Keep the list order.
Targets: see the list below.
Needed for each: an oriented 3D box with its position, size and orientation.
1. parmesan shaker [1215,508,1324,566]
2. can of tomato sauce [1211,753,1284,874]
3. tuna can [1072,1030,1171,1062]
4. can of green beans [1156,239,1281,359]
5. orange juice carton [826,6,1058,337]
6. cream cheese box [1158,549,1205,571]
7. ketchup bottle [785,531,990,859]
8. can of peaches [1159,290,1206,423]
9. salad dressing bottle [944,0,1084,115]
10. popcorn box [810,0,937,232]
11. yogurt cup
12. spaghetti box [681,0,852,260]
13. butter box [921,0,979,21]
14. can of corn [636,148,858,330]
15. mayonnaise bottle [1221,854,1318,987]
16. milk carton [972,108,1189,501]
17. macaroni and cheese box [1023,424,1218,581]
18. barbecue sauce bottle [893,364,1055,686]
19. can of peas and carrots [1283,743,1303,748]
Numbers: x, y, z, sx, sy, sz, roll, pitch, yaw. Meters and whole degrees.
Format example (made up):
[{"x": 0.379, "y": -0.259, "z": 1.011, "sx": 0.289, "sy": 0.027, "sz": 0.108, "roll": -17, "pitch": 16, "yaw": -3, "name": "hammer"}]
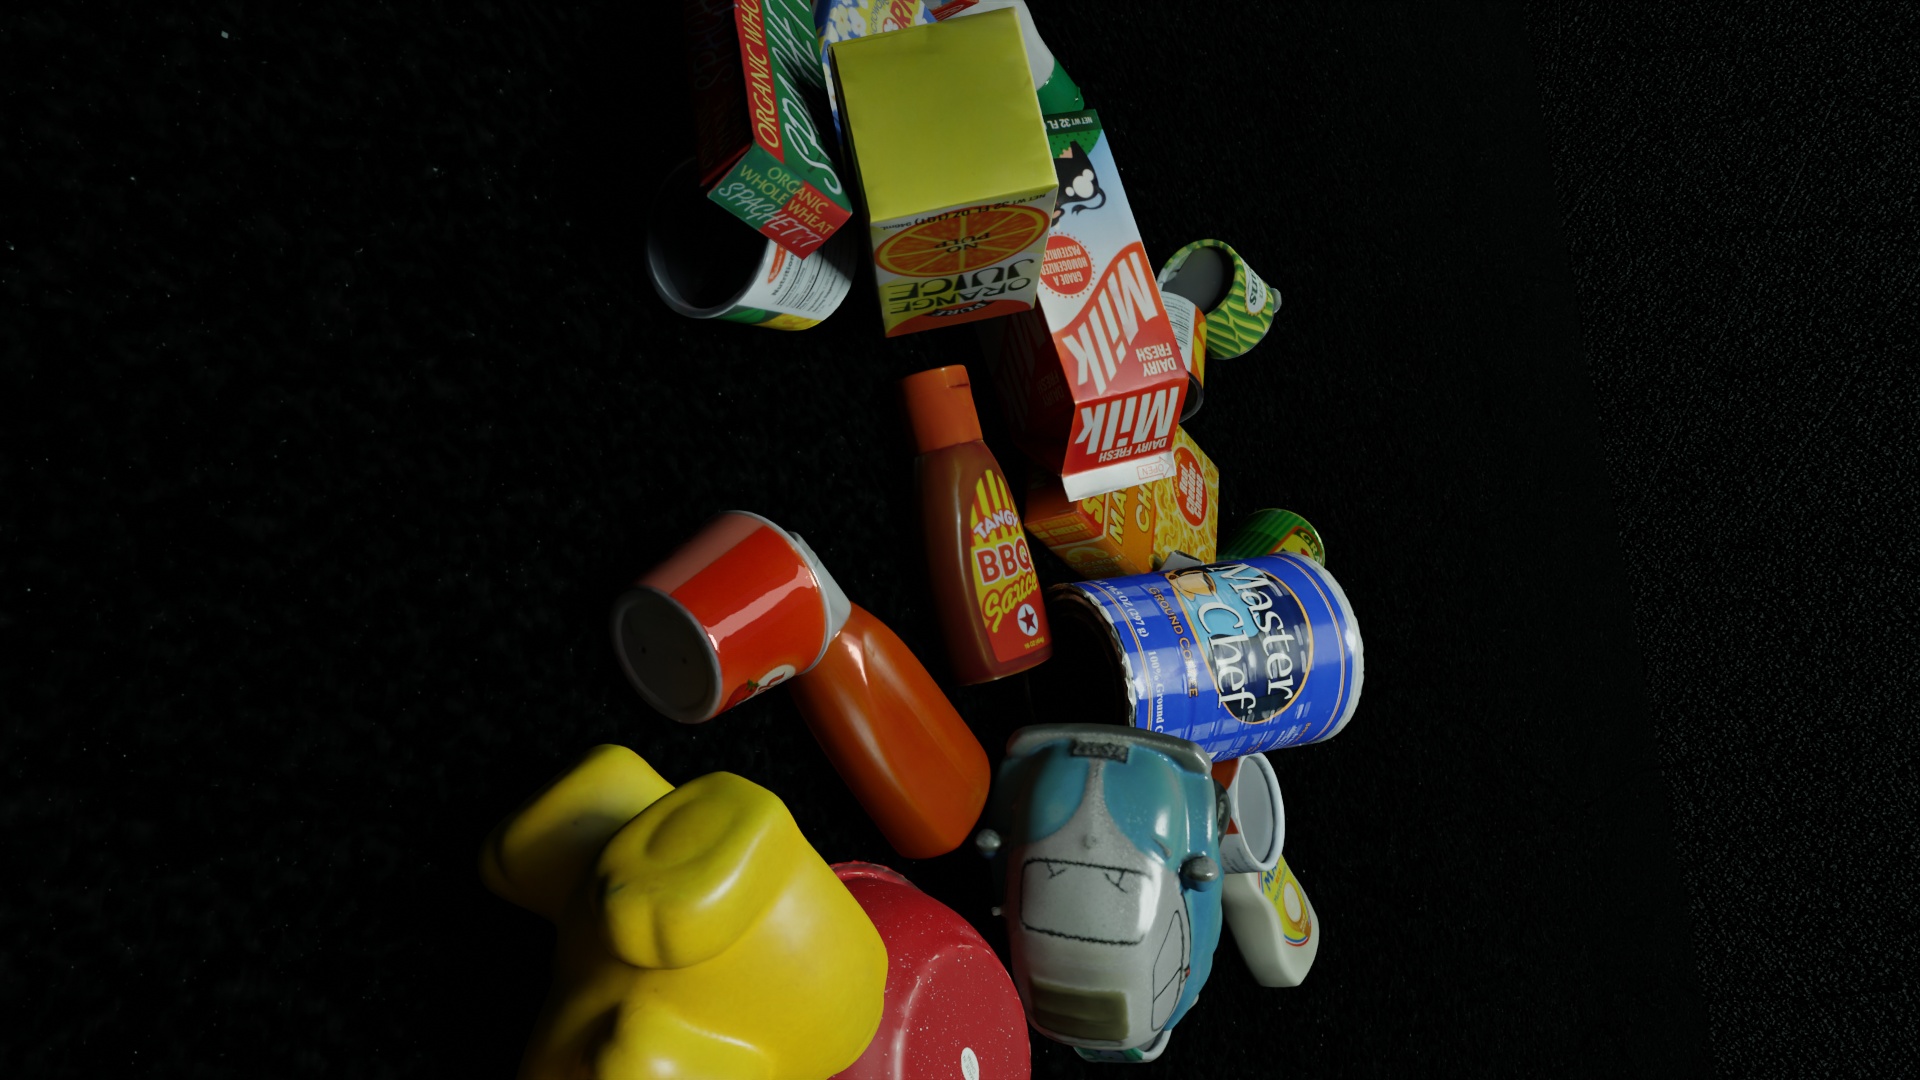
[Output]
[{"x": 0.197, "y": 0.027, "z": 0.929, "sx": 0.103, "sy": 0.071, "sz": 0.071, "roll": -33, "pitch": 106, "yaw": -56, "name": "parmesan shaker"}, {"x": 0.126, "y": 0.148, "z": 0.759, "sx": 0.071, "sy": 0.083, "sz": 0.071, "roll": 25, "pitch": 59, "yaw": -51, "name": "can of tomato sauce"}, {"x": 0.080, "y": 0.228, "z": 0.707, "sx": 0.071, "sy": 0.033, "sz": 0.071, "roll": 25, "pitch": 58, "yaw": -51, "name": "tuna can"}, {"x": 0.177, "y": -0.168, "z": 0.968, "sx": 0.058, "sy": 0.071, "sz": 0.071, "roll": 28, "pitch": 56, "yaw": -49, "name": "can of green beans"}, {"x": -0.008, "y": -0.140, "z": 0.588, "sx": 0.192, "sy": 0.072, "sz": 0.073, "roll": 95, "pitch": -18, "yaw": -82, "name": "orange juice carton"}, {"x": 0.114, "y": 0.063, "z": 0.787, "sx": 0.053, "sy": 0.024, "sz": 0.104, "roll": 41, "pitch": 77, "yaw": -44, "name": "cream cheese box"}, {"x": -0.041, "y": 0.062, "z": 0.576, "sx": 0.148, "sy": 0.043, "sz": 0.065, "roll": 57, "pitch": 31, "yaw": -27, "name": "ketchup bottle"}, {"x": 0.118, "y": -0.111, "z": 0.862, "sx": 0.071, "sy": 0.071, "sz": 0.058, "roll": 42, "pitch": 46, "yaw": -41, "name": "can of peaches"}, {"x": 0.020, "y": -0.292, "z": 0.801, "sx": 0.147, "sy": 0.044, "sz": 0.064, "roll": 38, "pitch": 47, "yaw": -45, "name": "salad dressing bottle"}, {"x": -0.049, "y": -0.224, "z": 0.675, "sx": 0.085, "sy": 0.038, "sz": 0.127, "roll": 40, "pitch": 47, "yaw": -44, "name": "popcorn box"}, {"x": -0.088, "y": 0.030, "z": 0.500, "sx": 0.054, "sy": 0.072, "sz": 0.072, "roll": -35, "pitch": 108, "yaw": -47, "name": "yogurt cup"}, {"x": -0.084, "y": -0.212, "z": 0.554, "sx": 0.050, "sy": 0.028, "sz": 0.251, "roll": 30, "pitch": 36, "yaw": -42, "name": "spaghetti box"}, {"x": -0.031, "y": -0.321, "z": 0.723, "sx": 0.024, "sy": 0.053, "sz": 0.103, "roll": -27, "pitch": 101, "yaw": -59, "name": "butter box"}, {"x": -0.085, "y": -0.121, "z": 0.559, "sx": 0.058, "sy": 0.071, "sz": 0.071, "roll": -2, "pitch": 80, "yaw": -58, "name": "can of corn"}, {"x": 0.175, "y": 0.203, "z": 0.852, "sx": 0.147, "sy": 0.041, "sz": 0.065, "roll": 61, "pitch": 37, "yaw": -23, "name": "mayonnaise bottle"}, {"x": 0.055, "y": -0.117, "z": 0.720, "sx": 0.072, "sy": 0.073, "sz": 0.190, "roll": -15, "pitch": 84, "yaw": -26, "name": "milk carton"}, {"x": 0.099, "y": -0.027, "z": 0.823, "sx": 0.166, "sy": 0.040, "sz": 0.124, "roll": 39, "pitch": 49, "yaw": -44, "name": "macaroni and cheese box"}, {"x": 0.002, "y": -0.008, "z": 0.668, "sx": 0.065, "sy": 0.043, "sz": 0.148, "roll": -15, "pitch": 91, "yaw": -53, "name": "barbecue sauce bottle"}, {"x": 0.186, "y": 0.104, "z": 0.879, "sx": 0.071, "sy": 0.071, "sz": 0.059, "roll": 7, "pitch": 72, "yaw": -56, "name": "can of peas and carrots"}]
